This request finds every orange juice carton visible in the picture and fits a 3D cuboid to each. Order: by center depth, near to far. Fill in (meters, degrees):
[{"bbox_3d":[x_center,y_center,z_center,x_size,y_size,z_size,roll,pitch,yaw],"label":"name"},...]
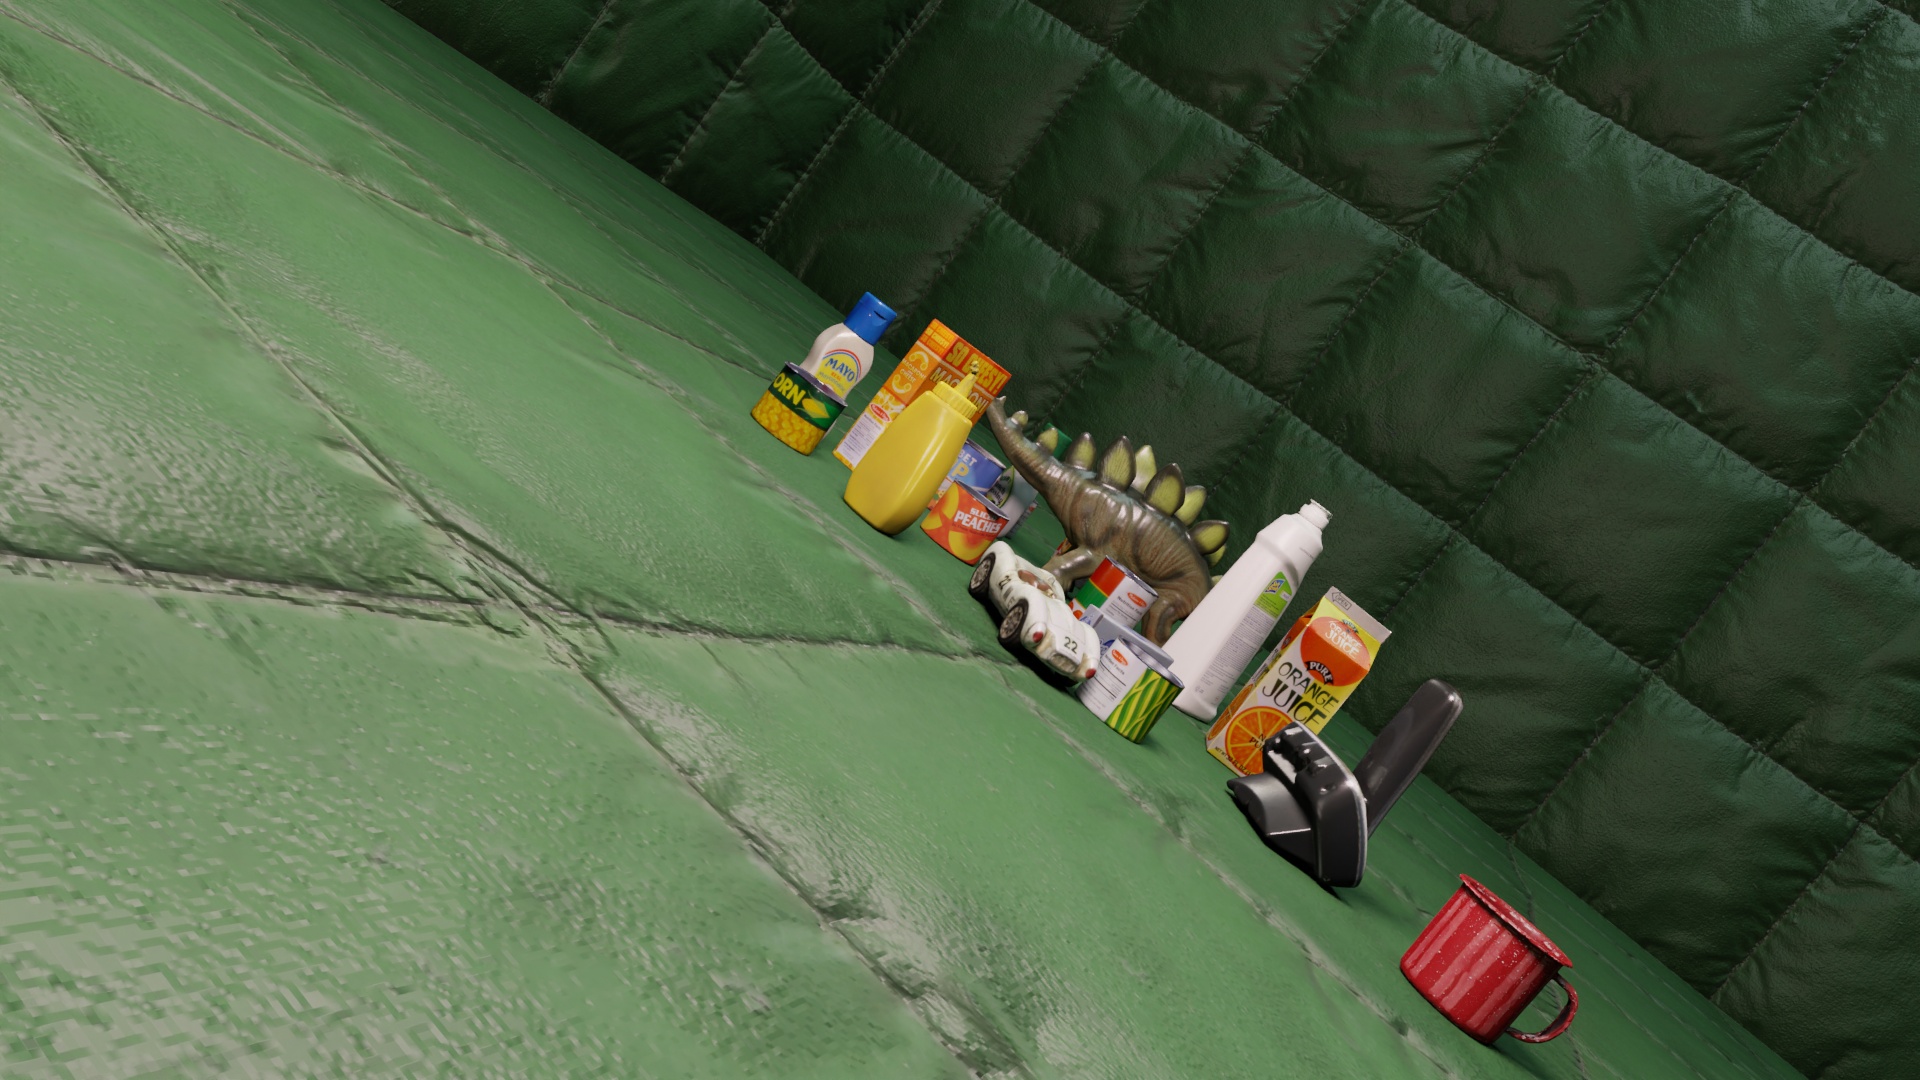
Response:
[{"bbox_3d":[0.318,0.139,1.308,0.072,0.192,0.073,38,6,5],"label":"orange juice carton"}]

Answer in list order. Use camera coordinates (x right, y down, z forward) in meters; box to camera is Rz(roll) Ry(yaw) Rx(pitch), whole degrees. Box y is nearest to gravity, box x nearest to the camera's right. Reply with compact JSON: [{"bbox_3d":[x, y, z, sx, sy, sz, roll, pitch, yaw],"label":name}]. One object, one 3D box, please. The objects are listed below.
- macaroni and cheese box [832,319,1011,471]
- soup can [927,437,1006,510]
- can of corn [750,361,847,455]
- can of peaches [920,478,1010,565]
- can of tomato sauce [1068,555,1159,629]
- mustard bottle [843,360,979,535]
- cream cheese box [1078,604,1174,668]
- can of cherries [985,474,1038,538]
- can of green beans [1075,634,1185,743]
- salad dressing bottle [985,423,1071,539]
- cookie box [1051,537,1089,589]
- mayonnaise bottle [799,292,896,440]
[{"bbox_3d":[-0.037,-0.128,1.394,0.040,0.166,0.123,41,8,29],"label":"macaroni and cheese box"},{"bbox_3d":[-0.004,-0.066,1.499,0.071,0.083,0.071,37,7,-5],"label":"soup can"},{"bbox_3d":[-0.146,-0.118,1.238,0.071,0.058,0.071,37,7,-5],"label":"can of corn"},{"bbox_3d":[0.005,-0.017,1.324,0.071,0.058,0.071,37,7,-5],"label":"can of peaches"},{"bbox_3d":[0.145,0.067,1.375,0.071,0.083,0.071,37,7,-5],"label":"can of tomato sauce"},{"bbox_3d":[-0.029,-0.081,1.154,0.065,0.160,0.049,41,7,29],"label":"mustard bottle"},{"bbox_3d":[0.138,0.102,1.233,0.103,0.053,0.024,33,8,-34],"label":"cream cheese box"},{"bbox_3d":[0.054,-0.046,1.749,0.071,0.058,0.071,37,7,-5],"label":"can of cherries"},{"bbox_3d":[0.133,0.117,1.094,0.071,0.057,0.071,37,7,-5],"label":"can of green beans"},{"bbox_3d":[0.074,-0.072,1.658,0.044,0.147,0.064,34,7,-26],"label":"salad dressing bottle"},{"bbox_3d":[0.195,-0.018,1.826,0.040,0.167,0.123,36,7,-13],"label":"cookie box"},{"bbox_3d":[-0.117,-0.163,1.296,0.064,0.148,0.041,34,7,-28],"label":"mayonnaise bottle"}]
